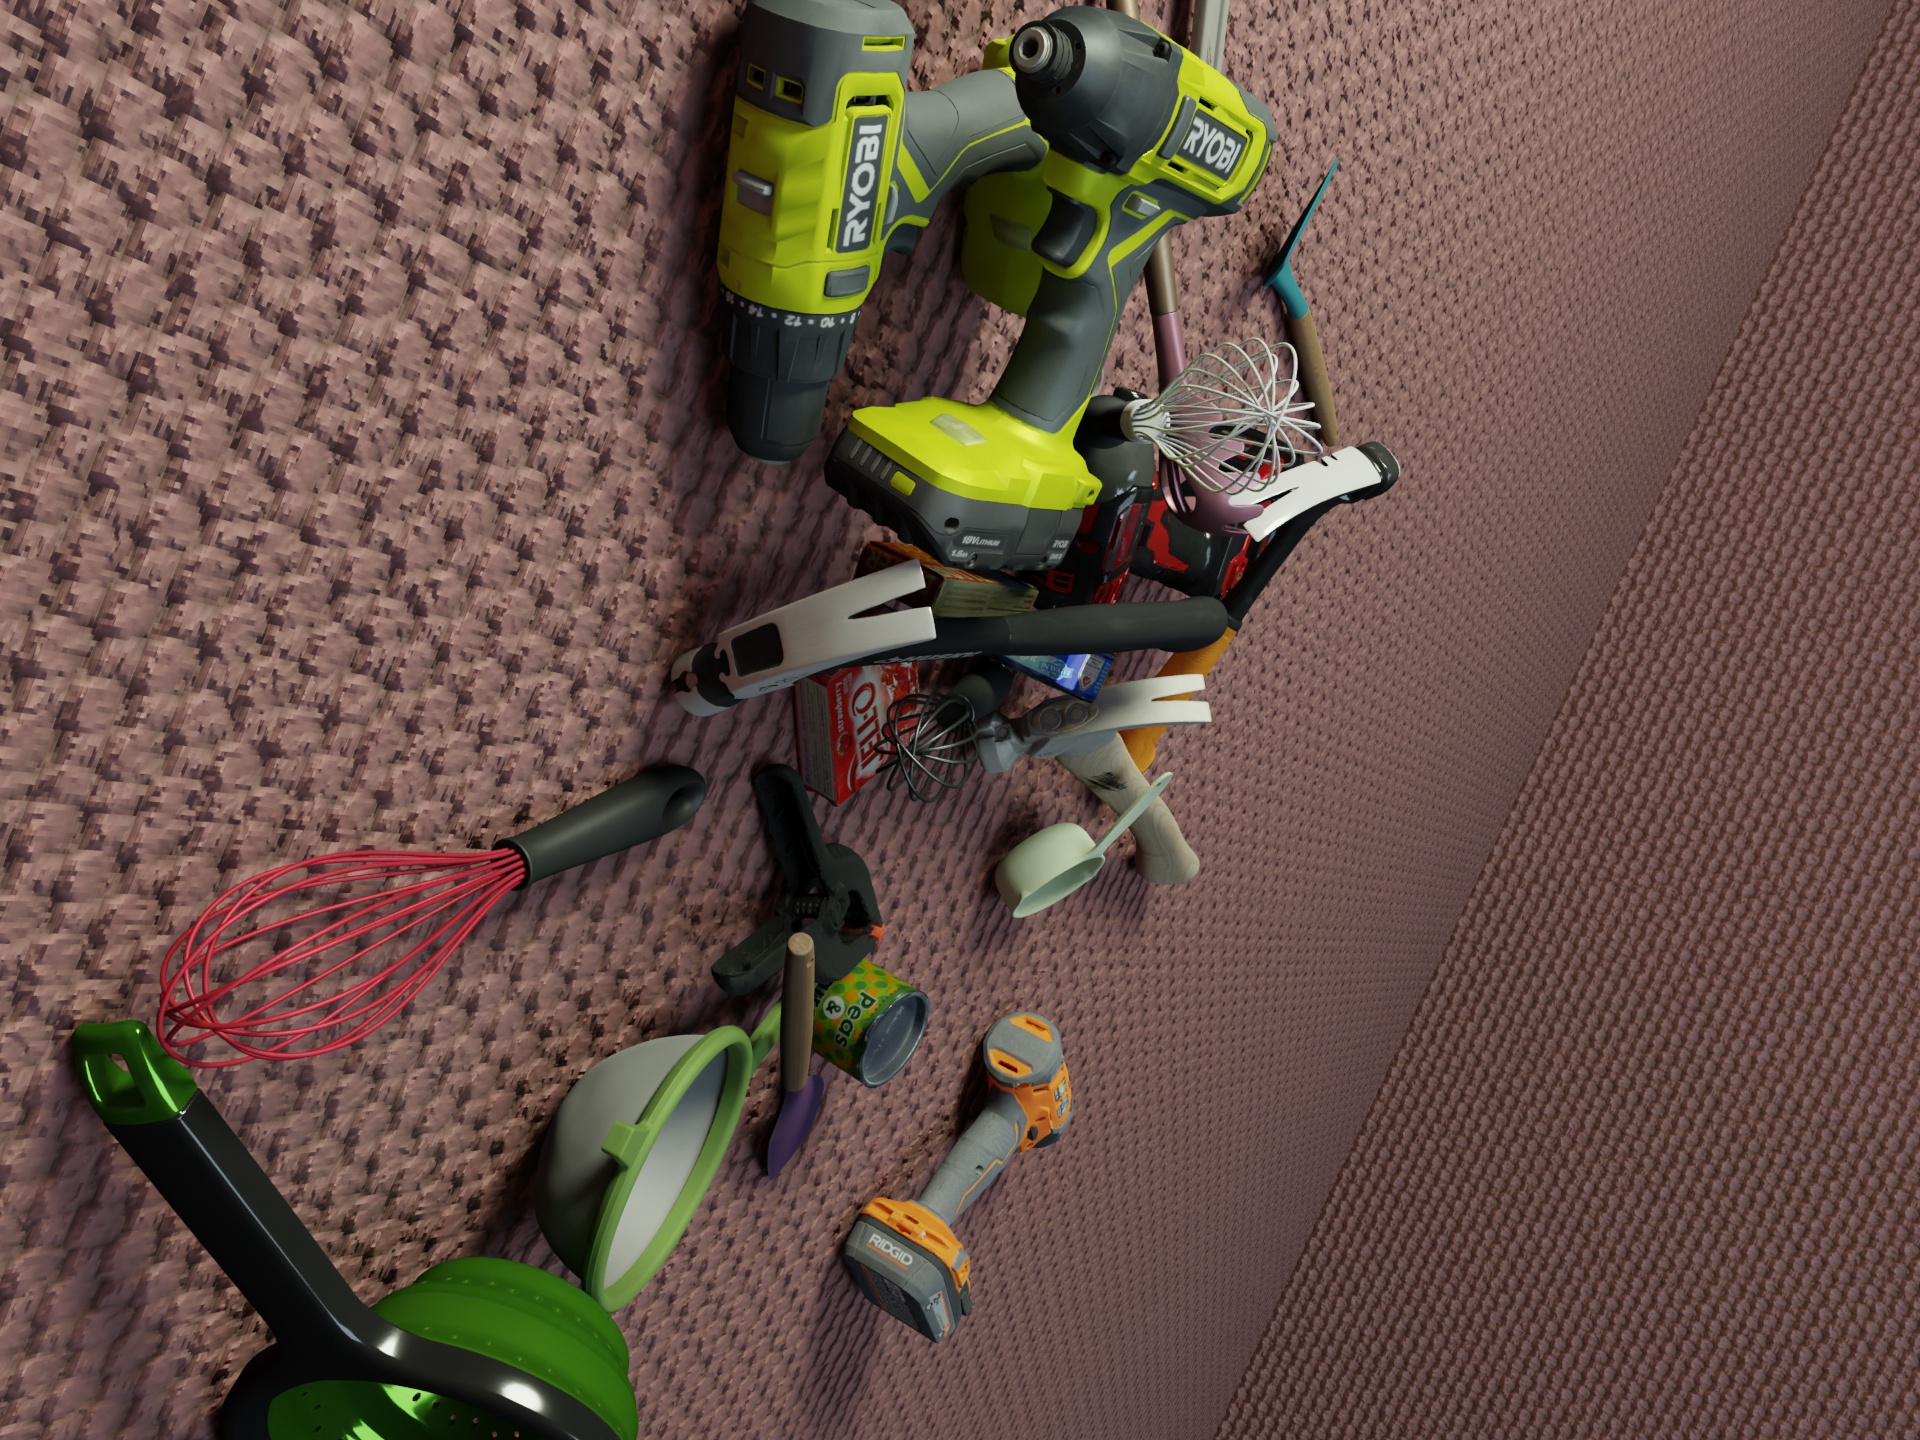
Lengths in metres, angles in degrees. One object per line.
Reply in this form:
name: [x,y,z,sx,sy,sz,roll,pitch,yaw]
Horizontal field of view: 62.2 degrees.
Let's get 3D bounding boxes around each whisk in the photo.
whisk: [-0.200,0.066,0.658,0.296,0.073,0.073,-26,135,-58]
whisk: [0.000,-0.003,0.881,0.239,0.055,0.055,-44,152,-72]
whisk: [0.102,-0.148,0.789,0.070,0.070,0.285,-66,-165,4]

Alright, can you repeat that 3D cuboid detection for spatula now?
spatula: [0.256,-0.277,1.148,0.082,0.044,0.317,-63,153,-10]
spatula: [-0.093,0.194,0.909,0.060,0.018,0.315,-51,164,-30]

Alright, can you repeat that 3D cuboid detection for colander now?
colander: [-0.239,0.248,0.681,0.095,0.204,0.396,-72,150,-53]

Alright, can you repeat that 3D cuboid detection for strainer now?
strainer: [-0.152,0.191,0.846,0.256,0.069,0.151,-51,160,-58]

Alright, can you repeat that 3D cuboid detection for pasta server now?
pasta server: [0.110,-0.245,0.840,0.040,0.060,0.316,-22,112,-27]

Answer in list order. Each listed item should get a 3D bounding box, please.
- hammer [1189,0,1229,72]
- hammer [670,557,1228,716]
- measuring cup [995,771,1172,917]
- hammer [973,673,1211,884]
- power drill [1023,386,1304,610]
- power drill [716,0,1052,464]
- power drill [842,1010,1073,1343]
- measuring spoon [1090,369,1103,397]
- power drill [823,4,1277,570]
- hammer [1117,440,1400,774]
hammer: [0.132,-0.446,0.809,0.149,0.037,0.358,-38,143,-39]
hammer: [0.030,-0.045,0.807,0.334,0.146,0.035,-7,82,-45]
measuring cup: [0.084,0.075,1.087,0.083,0.038,0.167,-10,149,-48]
hammer: [0.136,0.058,1.155,0.410,0.146,0.038,46,34,-65]
power drill: [0.130,-0.139,1.020,0.219,0.079,0.143,-11,123,-52]
power drill: [-0.016,-0.221,0.706,0.228,0.080,0.190,-27,139,-45]
power drill: [0.012,0.353,1.222,0.226,0.084,0.164,-52,150,-28]
measuring spoon: [0.040,-0.159,0.920,0.124,0.018,0.034,-53,158,-5]
power drill: [0.035,-0.179,0.673,0.171,0.080,0.223,-8,129,-57]
hammer: [0.161,-0.051,1.052,0.127,0.034,0.336,-23,158,-32]
